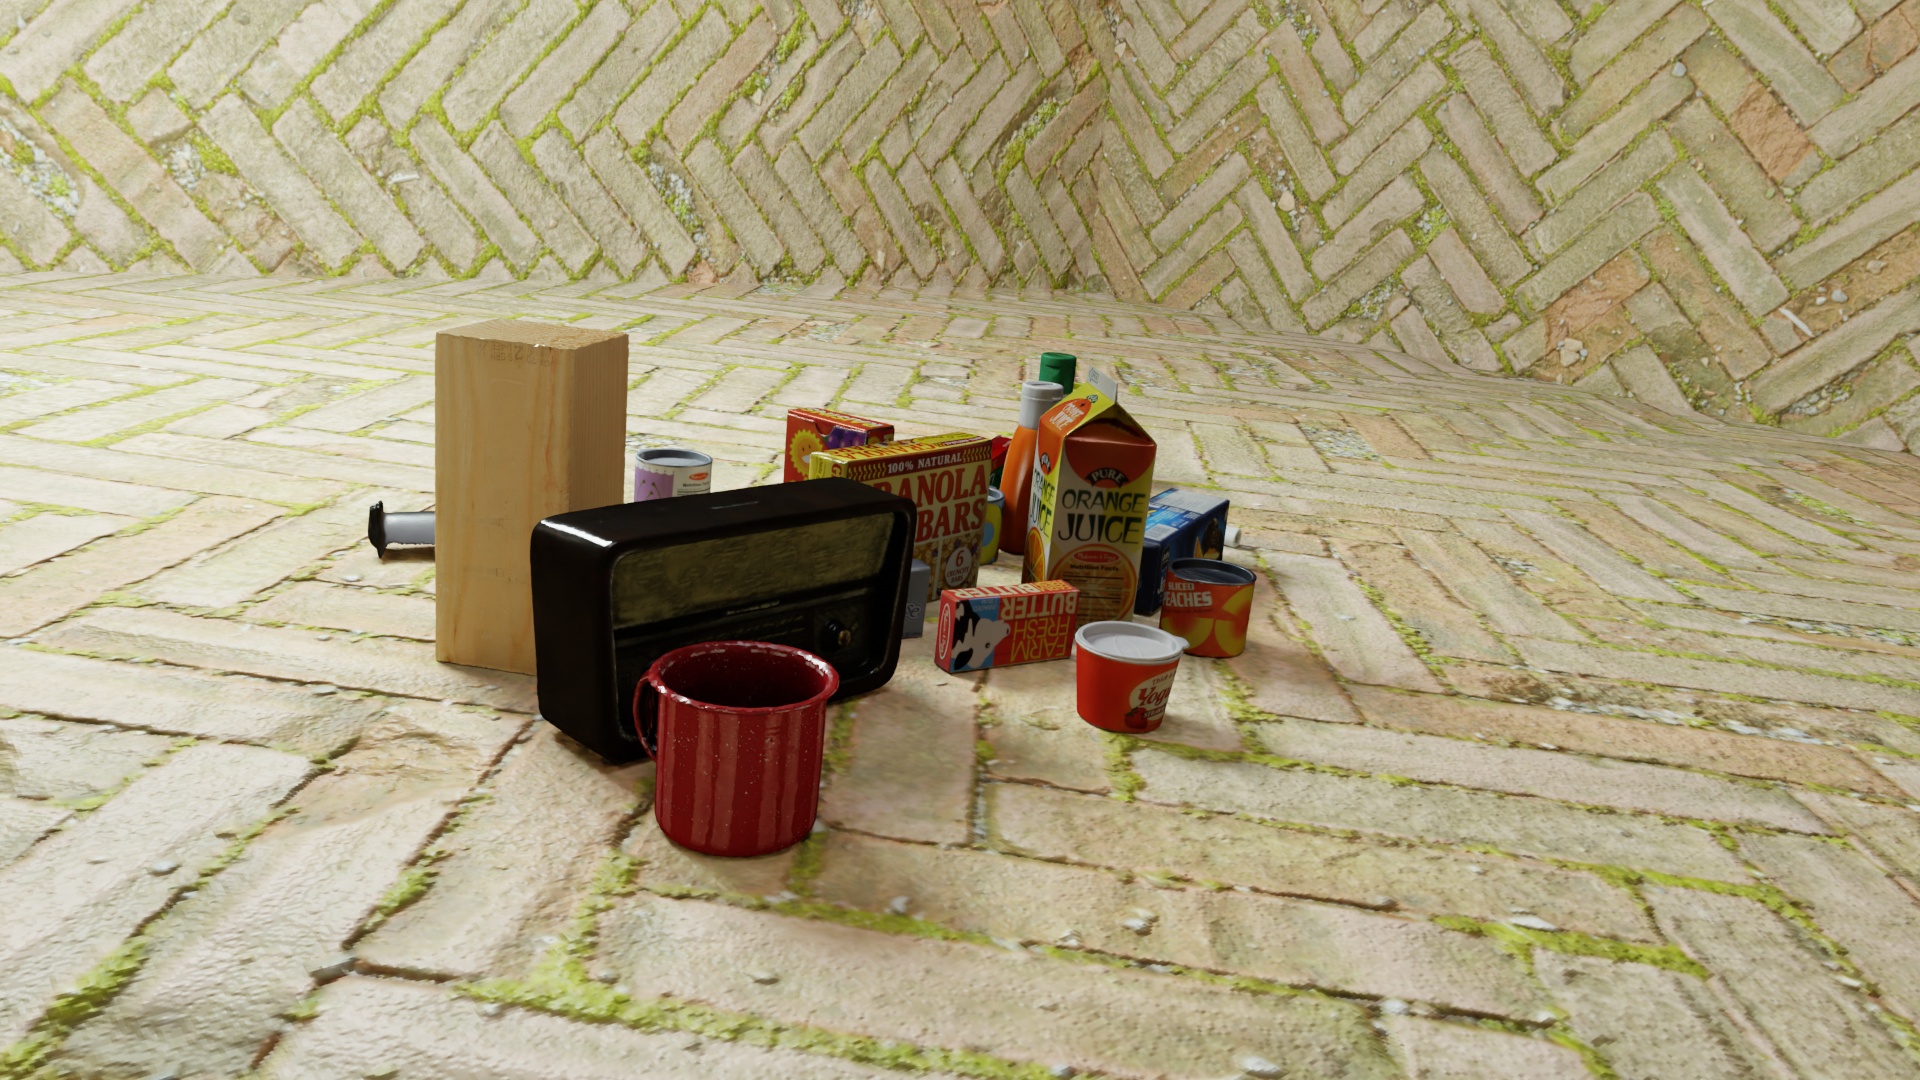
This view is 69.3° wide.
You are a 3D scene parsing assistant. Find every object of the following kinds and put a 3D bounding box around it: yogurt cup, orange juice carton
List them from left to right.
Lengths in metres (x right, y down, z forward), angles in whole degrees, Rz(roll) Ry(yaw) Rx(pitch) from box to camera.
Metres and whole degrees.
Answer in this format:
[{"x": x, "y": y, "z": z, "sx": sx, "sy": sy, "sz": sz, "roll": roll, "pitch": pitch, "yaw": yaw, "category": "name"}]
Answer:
[{"x": 0.095, "y": -0.029, "z": 1.031, "sx": 0.073, "sy": 0.192, "sz": 0.072, "roll": 3, "pitch": 16, "yaw": -11, "category": "orange juice carton"}, {"x": 0.104, "y": 0.087, "z": 0.879, "sx": 0.072, "sy": 0.053, "sz": 0.072, "roll": 5, "pitch": 16, "yaw": -1, "category": "yogurt cup"}]

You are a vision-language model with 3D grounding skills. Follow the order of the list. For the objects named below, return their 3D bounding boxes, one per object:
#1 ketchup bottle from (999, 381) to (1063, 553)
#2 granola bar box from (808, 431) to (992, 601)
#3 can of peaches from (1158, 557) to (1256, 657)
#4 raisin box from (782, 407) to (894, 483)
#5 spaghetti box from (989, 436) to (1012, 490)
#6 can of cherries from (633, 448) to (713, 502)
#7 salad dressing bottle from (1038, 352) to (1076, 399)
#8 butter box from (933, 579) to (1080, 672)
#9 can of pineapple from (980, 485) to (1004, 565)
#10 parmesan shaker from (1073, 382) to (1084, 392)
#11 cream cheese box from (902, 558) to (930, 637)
[{"x": 0.066, "y": -0.064, "z": 1.225, "sx": 0.065, "sy": 0.148, "sz": 0.043, "roll": -9, "pitch": 21, "yaw": -43, "category": "ketchup bottle"}, {"x": -0.045, "y": -0.012, "z": 1.045, "sx": 0.039, "sy": 0.123, "sz": 0.166, "roll": 17, "pitch": 19, "yaw": 36, "category": "granola bar box"}, {"x": 0.181, "y": 0.050, "z": 1.031, "sx": 0.071, "sy": 0.058, "sz": 0.071, "roll": 5, "pitch": 16, "yaw": -1, "category": "can of peaches"}, {"x": -0.102, "y": -0.040, "z": 1.124, "sx": 0.086, "sy": 0.123, "sz": 0.040, "roll": 16, "pitch": 18, "yaw": 33, "category": "raisin box"}, {"x": 0.011, "y": -0.057, "z": 1.358, "sx": 0.029, "sy": 0.050, "sz": 0.251, "roll": 10, "pitch": 16, "yaw": 15, "category": "spaghetti box"}, {"x": -0.252, "y": -0.046, "z": 1.210, "sx": 0.071, "sy": 0.058, "sz": 0.072, "roll": 5, "pitch": 16, "yaw": -1, "category": "can of cherries"}, {"x": 0.092, "y": -0.118, "z": 1.424, "sx": 0.064, "sy": 0.147, "sz": 0.044, "roll": 12, "pitch": 16, "yaw": 20, "category": "salad dressing bottle"}, {"x": 0.032, "y": 0.058, "z": 0.956, "sx": 0.104, "sy": 0.053, "sz": 0.024, "roll": -4, "pitch": 18, "yaw": -32, "category": "butter box"}, {"x": 0.004, "y": -0.015, "z": 1.195, "sx": 0.071, "sy": 0.057, "sz": 0.071, "roll": 5, "pitch": 16, "yaw": -1, "category": "can of pineapple"}, {"x": 0.122, "y": -0.117, "z": 1.515, "sx": 0.071, "sy": 0.102, "sz": 0.071, "roll": 5, "pitch": 15, "yaw": -1, "category": "parmesan shaker"}, {"x": -0.073, "y": 0.043, "z": 0.971, "sx": 0.104, "sy": 0.053, "sz": 0.024, "roll": -3, "pitch": 17, "yaw": -28, "category": "cream cheese box"}]
